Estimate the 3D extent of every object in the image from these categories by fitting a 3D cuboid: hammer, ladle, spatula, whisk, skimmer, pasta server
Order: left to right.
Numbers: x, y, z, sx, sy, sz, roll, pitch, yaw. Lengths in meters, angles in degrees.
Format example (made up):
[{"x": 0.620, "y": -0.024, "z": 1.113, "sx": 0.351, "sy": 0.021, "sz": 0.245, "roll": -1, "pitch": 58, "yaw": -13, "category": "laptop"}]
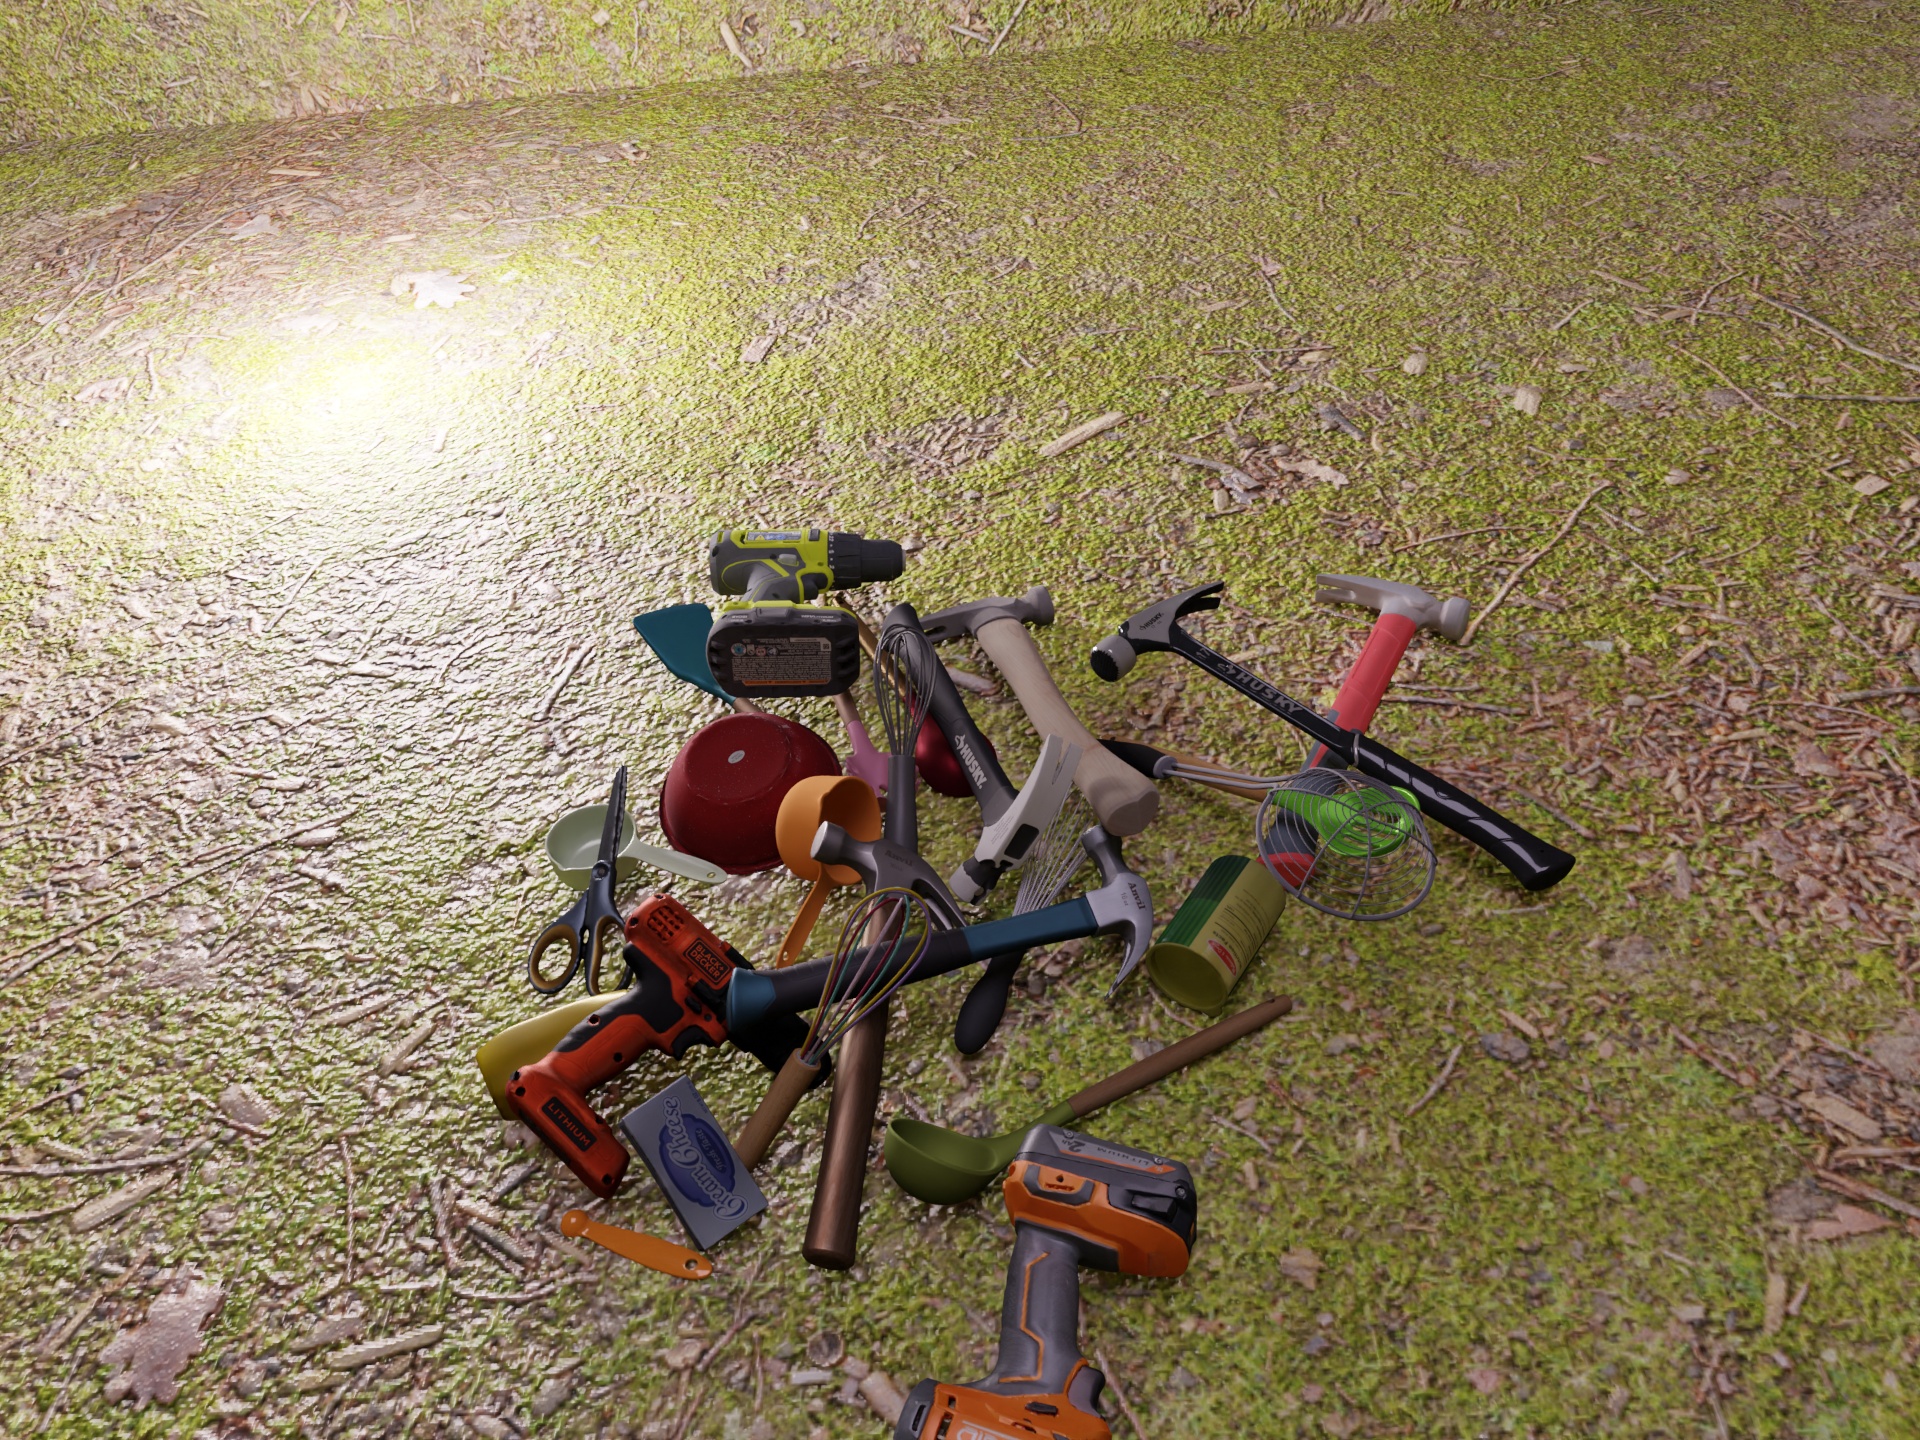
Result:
[{"x": -0.187, "y": -0.012, "z": 1.440, "sx": 0.082, "sy": 0.044, "sz": 0.318, "roll": -16, "pitch": 40, "yaw": -37, "category": "spatula"}, {"x": -0.095, "y": 0.207, "z": 1.060, "sx": 0.047, "sy": 0.245, "sz": 0.051, "roll": 16, "pitch": 23, "yaw": -43, "category": "whisk"}, {"x": -0.102, "y": -0.017, "z": 1.439, "sx": 0.060, "sy": 0.040, "sz": 0.317, "roll": -5, "pitch": 38, "yaw": -17, "category": "pasta server"}, {"x": -0.066, "y": 0.226, "z": 1.132, "sx": 0.130, "sy": 0.031, "sz": 0.332, "roll": 22, "pitch": 47, "yaw": -16, "category": "hammer"}, {"x": -0.055, "y": -0.034, "z": 1.462, "sx": 0.069, "sy": 0.031, "sz": 0.316, "roll": -24, "pitch": 42, "yaw": -13, "category": "ladle"}, {"x": -0.046, "y": 0.033, "z": 1.299, "sx": 0.055, "sy": 0.055, "sz": 0.239, "roll": -1, "pitch": 74, "yaw": 6, "category": "whisk"}, {"x": -0.010, "y": 0.164, "z": 1.141, "sx": 0.331, "sy": 0.033, "sz": 0.128, "roll": -11, "pitch": 60, "yaw": -21, "category": "hammer"}, {"x": -0.002, "y": -0.004, "z": 1.330, "sx": 0.035, "sy": 0.146, "sz": 0.335, "roll": 24, "pitch": 22, "yaw": -33, "category": "hammer"}, {"x": 0.056, "y": 0.140, "z": 1.230, "sx": 0.070, "sy": 0.070, "sz": 0.285, "roll": 12, "pitch": 50, "yaw": 21, "category": "whisk"}, {"x": 0.062, "y": -0.012, "z": 1.348, "sx": 0.146, "sy": 0.038, "sz": 0.411, "roll": -16, "pitch": 29, "yaw": -8, "category": "hammer"}, {"x": 0.095, "y": 0.247, "z": 1.099, "sx": 0.320, "sy": 0.062, "sz": 0.078, "roll": -21, "pitch": 19, "yaw": -20, "category": "ladle"}, {"x": 0.204, "y": 0.071, "z": 1.231, "sx": 0.127, "sy": 0.090, "sz": 0.363, "roll": -27, "pitch": 19, "yaw": -26, "category": "skimmer"}, {"x": 0.315, "y": 0.000, "z": 1.363, "sx": 0.143, "sy": 0.038, "sz": 0.386, "roll": 15, "pitch": 45, "yaw": 25, "category": "hammer"}, {"x": 0.307, "y": 0.012, "z": 1.291, "sx": 0.409, "sy": 0.036, "sz": 0.149, "roll": 35, "pitch": 53, "yaw": 26, "category": "hammer"}]

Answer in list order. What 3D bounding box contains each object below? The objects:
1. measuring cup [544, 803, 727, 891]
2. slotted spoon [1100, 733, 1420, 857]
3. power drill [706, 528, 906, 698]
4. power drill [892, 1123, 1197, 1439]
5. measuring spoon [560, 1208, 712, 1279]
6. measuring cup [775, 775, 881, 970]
[{"x": -0.262, "y": 0.119, "z": 1.308, "sx": 0.168, "sy": 0.038, "sz": 0.083, "roll": 14, "pitch": 45, "yaw": 20, "category": "measuring cup"}, {"x": 0.231, "y": 0.052, "z": 1.276, "sx": 0.314, "sy": 0.031, "sz": 0.070, "roll": 18, "pitch": 61, "yaw": 45, "category": "slotted spoon"}, {"x": -0.146, "y": -0.113, "z": 1.496, "sx": 0.190, "sy": 0.080, "sz": 0.229, "roll": -1, "pitch": 33, "yaw": -2, "category": "power drill"}, {"x": 0.072, "y": 0.369, "z": 0.946, "sx": 0.164, "sy": 0.084, "sz": 0.227, "roll": 12, "pitch": 48, "yaw": 19, "category": "power drill"}, {"x": -0.217, "y": 0.347, "z": 1.058, "sx": 0.117, "sy": 0.011, "sz": 0.021, "roll": 12, "pitch": 44, "yaw": 20, "category": "measuring spoon"}, {"x": -0.124, "y": 0.121, "z": 1.261, "sx": 0.052, "sy": 0.095, "sz": 0.174, "roll": 4, "pitch": 55, "yaw": 34, "category": "measuring cup"}]
